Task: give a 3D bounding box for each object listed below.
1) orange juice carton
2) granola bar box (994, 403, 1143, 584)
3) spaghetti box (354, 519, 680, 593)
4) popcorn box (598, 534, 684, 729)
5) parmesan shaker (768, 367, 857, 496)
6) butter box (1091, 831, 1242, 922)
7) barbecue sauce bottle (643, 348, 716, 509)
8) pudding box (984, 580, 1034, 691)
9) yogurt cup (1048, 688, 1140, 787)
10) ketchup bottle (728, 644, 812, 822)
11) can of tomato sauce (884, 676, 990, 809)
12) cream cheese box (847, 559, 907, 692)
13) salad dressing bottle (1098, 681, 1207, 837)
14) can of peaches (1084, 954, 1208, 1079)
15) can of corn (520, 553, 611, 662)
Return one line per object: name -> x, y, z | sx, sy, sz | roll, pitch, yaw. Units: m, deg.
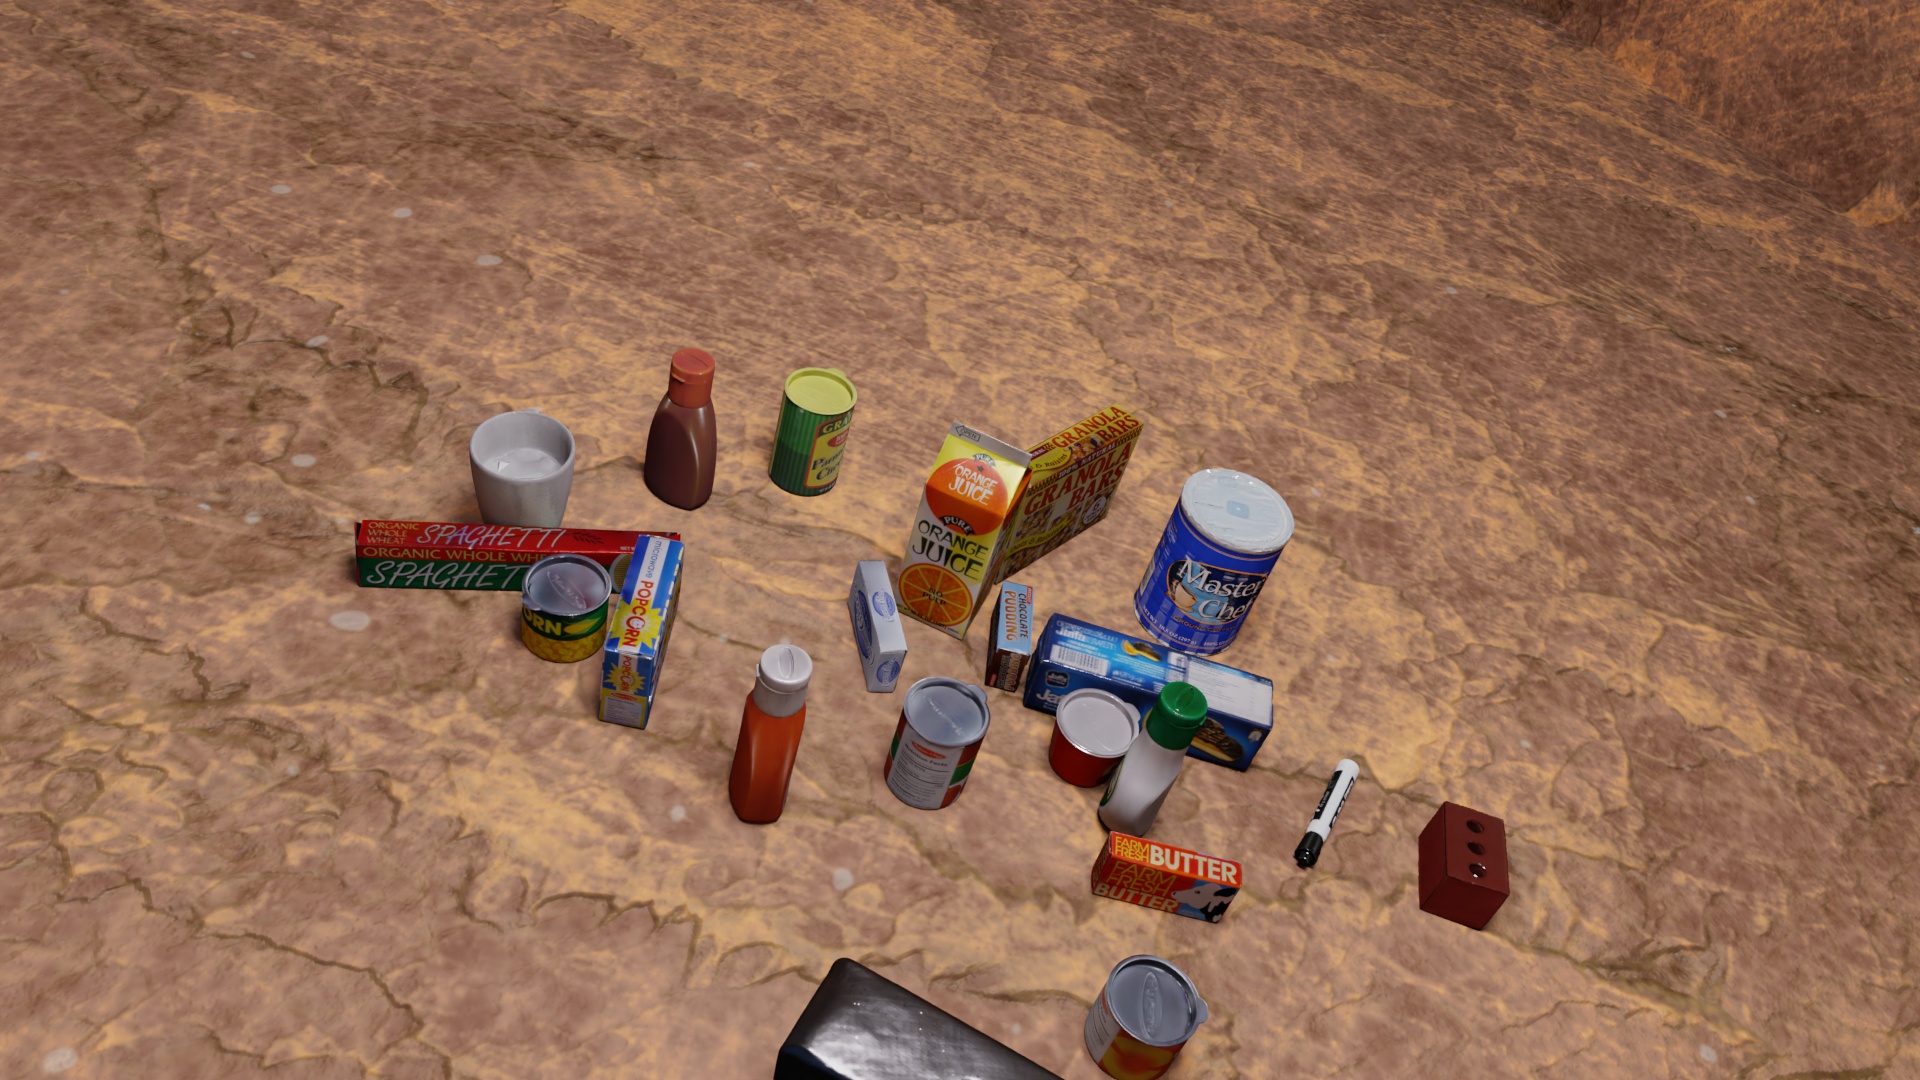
orange juice carton -> 0.004, -0.015, 1.170 | 0.072, 0.191, 0.073 | 24, 42, 7
granola bar box -> 0.088, -0.045, 1.282 | 0.039, 0.123, 0.166 | 40, 46, 23
spaghetti box -> -0.355, 0.015, 1.123 | 0.250, 0.049, 0.029 | 2, 44, -17
popcorn box -> -0.246, 0.069, 1.076 | 0.038, 0.084, 0.127 | 11, 42, -7
parmesan shaker -> -0.135, -0.100, 1.280 | 0.071, 0.102, 0.072 | 10, 42, -9
butter box -> 0.153, 0.253, 1.040 | 0.103, 0.052, 0.024 | 15, 42, -3
barbecue sauce bottle -> -0.240, -0.098, 1.209 | 0.065, 0.147, 0.044 | 31, 44, 15
pudding box -> 0.043, 0.081, 1.188 | 0.030, 0.049, 0.084 | 13, 42, -5
yogurt cup -> 0.104, 0.161, 1.119 | 0.072, 0.053, 0.073 | 10, 42, -9
ketchup bottle -> -0.136, 0.136, 0.995 | 0.043, 0.148, 0.065 | 4, 44, -15
can of tomato sauce -> -0.018, 0.155, 1.064 | 0.071, 0.082, 0.071 | 10, 42, -9
cream cheese box -> -0.070, 0.071, 1.157 | 0.024, 0.053, 0.104 | 0, 45, -19
salad dressing bottle -> 0.147, 0.167, 1.059 | 0.044, 0.146, 0.064 | 31, 43, 14
can of peaches -> 0.125, 0.327, 0.947 | 0.071, 0.057, 0.071 | 10, 42, -9
can of corn -> -0.312, 0.055, 1.089 | 0.071, 0.058, 0.071 | 10, 42, -9
